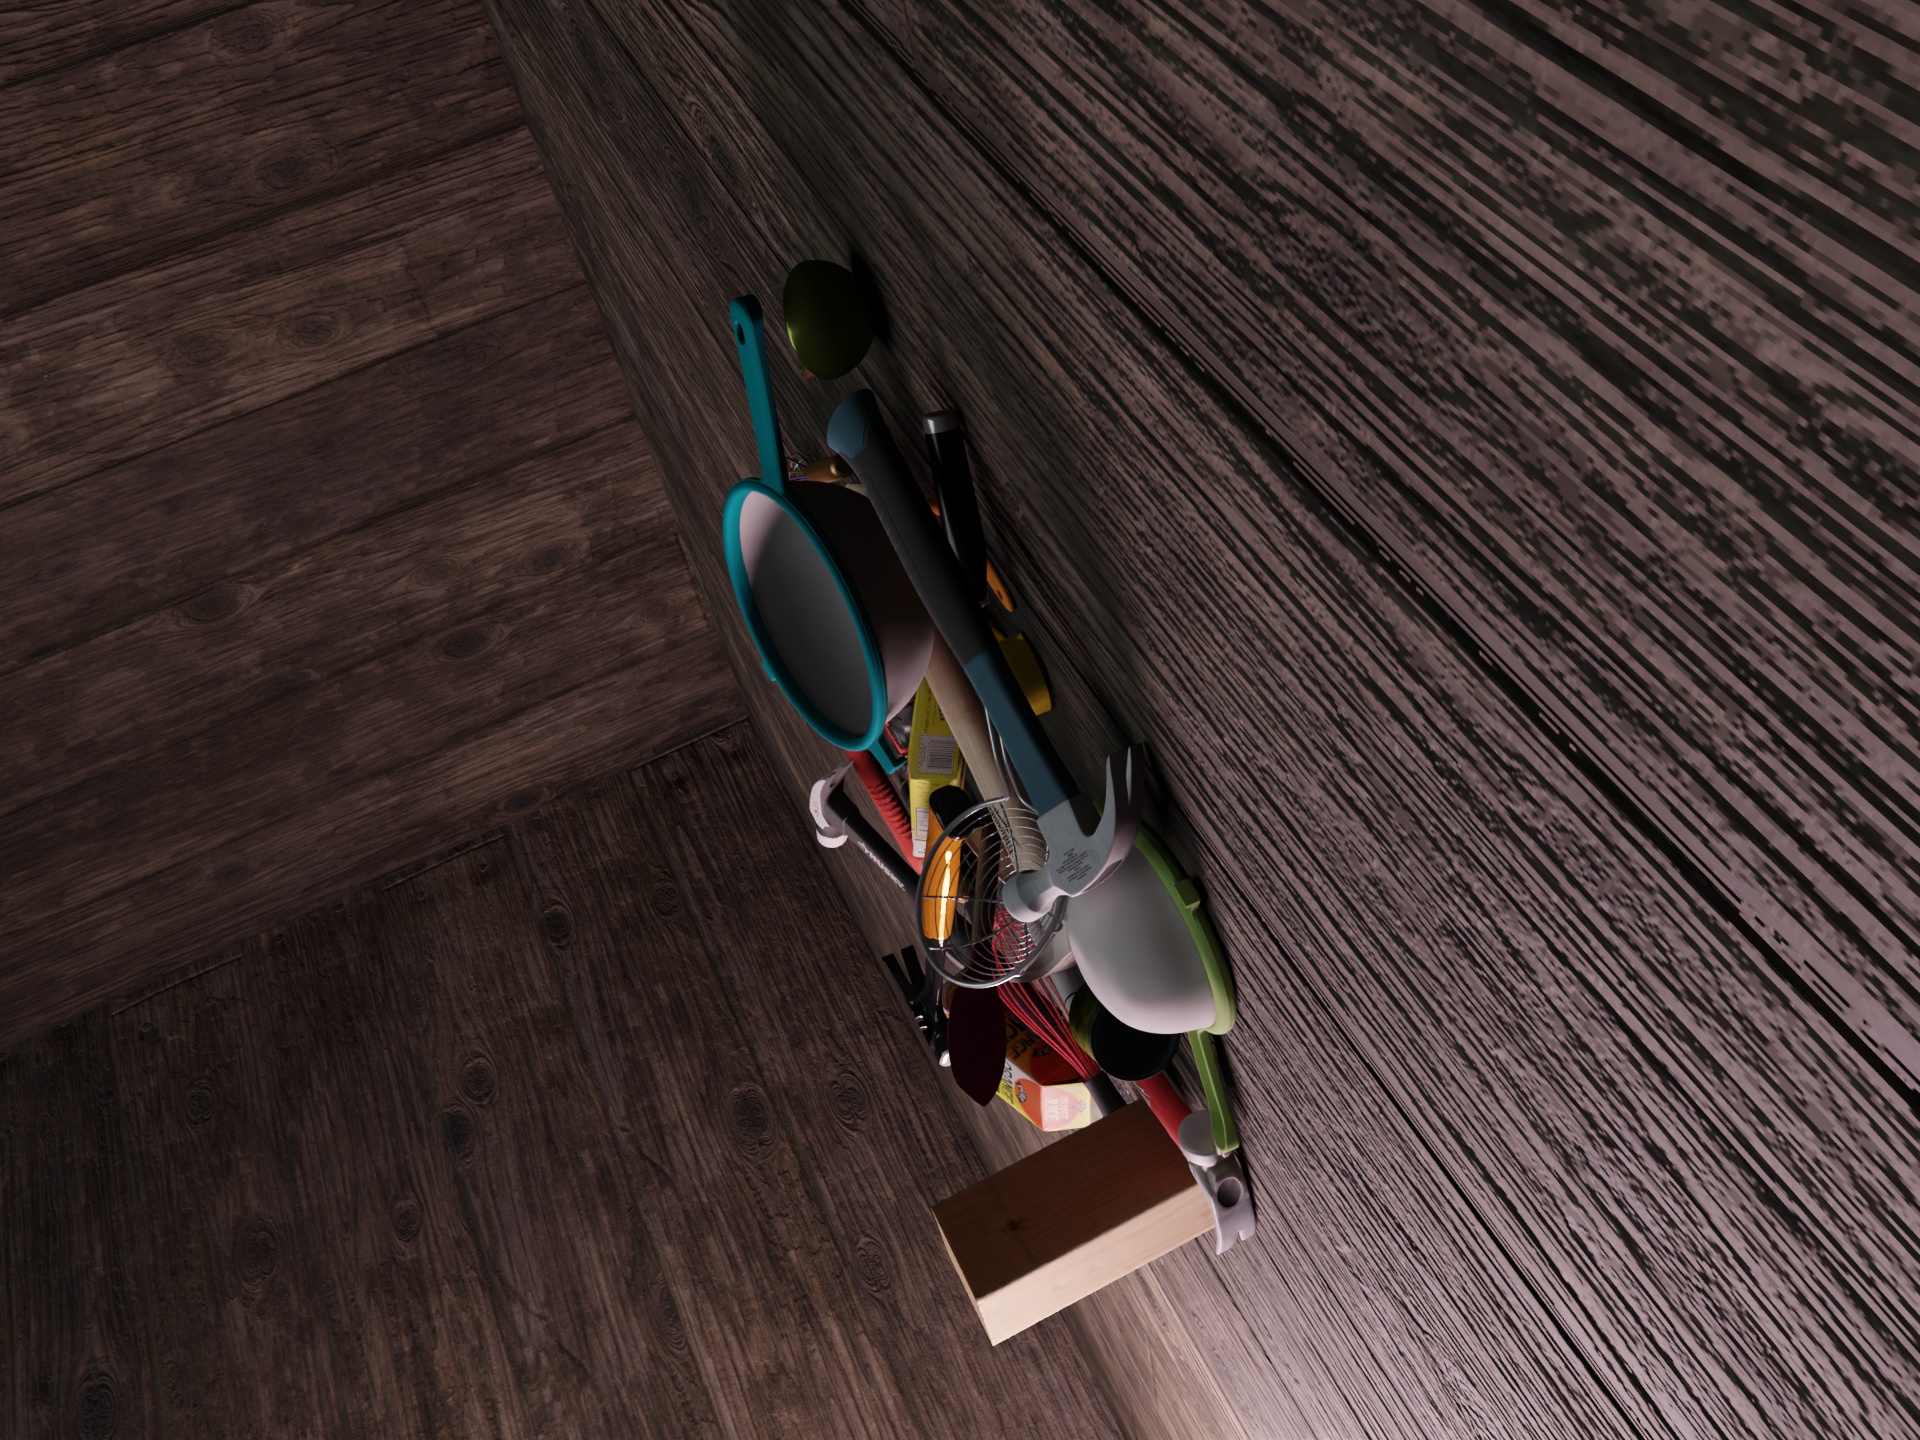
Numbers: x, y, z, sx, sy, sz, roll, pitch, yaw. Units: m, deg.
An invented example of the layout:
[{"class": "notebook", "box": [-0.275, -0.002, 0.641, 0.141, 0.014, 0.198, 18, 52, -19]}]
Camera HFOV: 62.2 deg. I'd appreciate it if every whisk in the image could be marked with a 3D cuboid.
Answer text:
[{"class": "whisk", "box": [-0.133, -0.225, 1.457, 0.047, 0.051, 0.245, 46, 171, -16]}, {"class": "whisk", "box": [0.106, 0.296, 1.395, 0.296, 0.073, 0.073, 58, 168, 10]}]

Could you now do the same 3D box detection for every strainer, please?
[{"class": "strainer", "box": [-0.089, -0.143, 1.120, 0.211, 0.095, 0.340, 35, 143, 46]}, {"class": "strainer", "box": [0.059, 0.151, 1.270, 0.086, 0.050, 0.259, 36, -163, -38]}, {"class": "strainer", "box": [0.123, 0.186, 1.022, 0.152, 0.069, 0.256, -137, 26, -64]}]

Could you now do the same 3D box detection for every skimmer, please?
[{"class": "skimmer", "box": [-0.001, -0.009, 1.011, 0.127, 0.090, 0.363, 9, 117, 44]}]

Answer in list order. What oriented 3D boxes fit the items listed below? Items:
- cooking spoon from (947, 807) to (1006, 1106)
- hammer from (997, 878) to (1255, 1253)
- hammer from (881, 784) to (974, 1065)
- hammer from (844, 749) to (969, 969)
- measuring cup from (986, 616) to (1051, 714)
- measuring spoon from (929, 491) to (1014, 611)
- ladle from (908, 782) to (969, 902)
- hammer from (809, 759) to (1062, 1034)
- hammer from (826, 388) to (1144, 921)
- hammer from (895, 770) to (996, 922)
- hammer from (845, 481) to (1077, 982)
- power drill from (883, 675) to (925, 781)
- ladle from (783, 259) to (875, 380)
[{"class": "cooking spoon", "box": [0.017, 0.154, 1.211, 0.068, 0.017, 0.319, 48, -150, -30]}, {"class": "hammer", "box": [0.118, 0.247, 1.276, 0.387, 0.038, 0.143, 52, 165, 51]}, {"class": "hammer", "box": [-0.022, 0.165, 1.374, 0.127, 0.034, 0.336, 57, 156, 34]}, {"class": "hammer", "box": [-0.057, 0.111, 1.592, 0.358, 0.037, 0.149, 61, 166, -19]}, {"class": "measuring cup", "box": [0.020, -0.047, 1.109, 0.157, 0.029, 0.062, 49, 161, 58]}, {"class": "measuring spoon", "box": [0.006, -0.114, 1.074, 0.117, 0.011, 0.021, 59, 168, 32]}, {"class": "ladle", "box": [-0.043, 0.056, 1.529, 0.069, 0.031, 0.316, 85, 166, -45]}, {"class": "hammer", "box": [-0.027, 0.172, 1.510, 0.335, 0.035, 0.146, 43, 154, 23]}, {"class": "hammer", "box": [0.005, -0.049, 0.954, 0.128, 0.033, 0.331, -36, 77, 41]}, {"class": "hammer", "box": [-0.063, 0.062, 1.764, 0.409, 0.036, 0.149, 57, 166, 35]}, {"class": "hammer", "box": [-0.002, -0.004, 1.198, 0.411, 0.038, 0.146, 65, 151, 20]}, {"class": "power drill", "box": [-0.065, -0.043, 1.426, 0.143, 0.078, 0.219, 61, 172, 21]}, {"class": "ladle", "box": [-0.110, -0.274, 1.167, 0.320, 0.062, 0.078, -155, 55, -78]}]
